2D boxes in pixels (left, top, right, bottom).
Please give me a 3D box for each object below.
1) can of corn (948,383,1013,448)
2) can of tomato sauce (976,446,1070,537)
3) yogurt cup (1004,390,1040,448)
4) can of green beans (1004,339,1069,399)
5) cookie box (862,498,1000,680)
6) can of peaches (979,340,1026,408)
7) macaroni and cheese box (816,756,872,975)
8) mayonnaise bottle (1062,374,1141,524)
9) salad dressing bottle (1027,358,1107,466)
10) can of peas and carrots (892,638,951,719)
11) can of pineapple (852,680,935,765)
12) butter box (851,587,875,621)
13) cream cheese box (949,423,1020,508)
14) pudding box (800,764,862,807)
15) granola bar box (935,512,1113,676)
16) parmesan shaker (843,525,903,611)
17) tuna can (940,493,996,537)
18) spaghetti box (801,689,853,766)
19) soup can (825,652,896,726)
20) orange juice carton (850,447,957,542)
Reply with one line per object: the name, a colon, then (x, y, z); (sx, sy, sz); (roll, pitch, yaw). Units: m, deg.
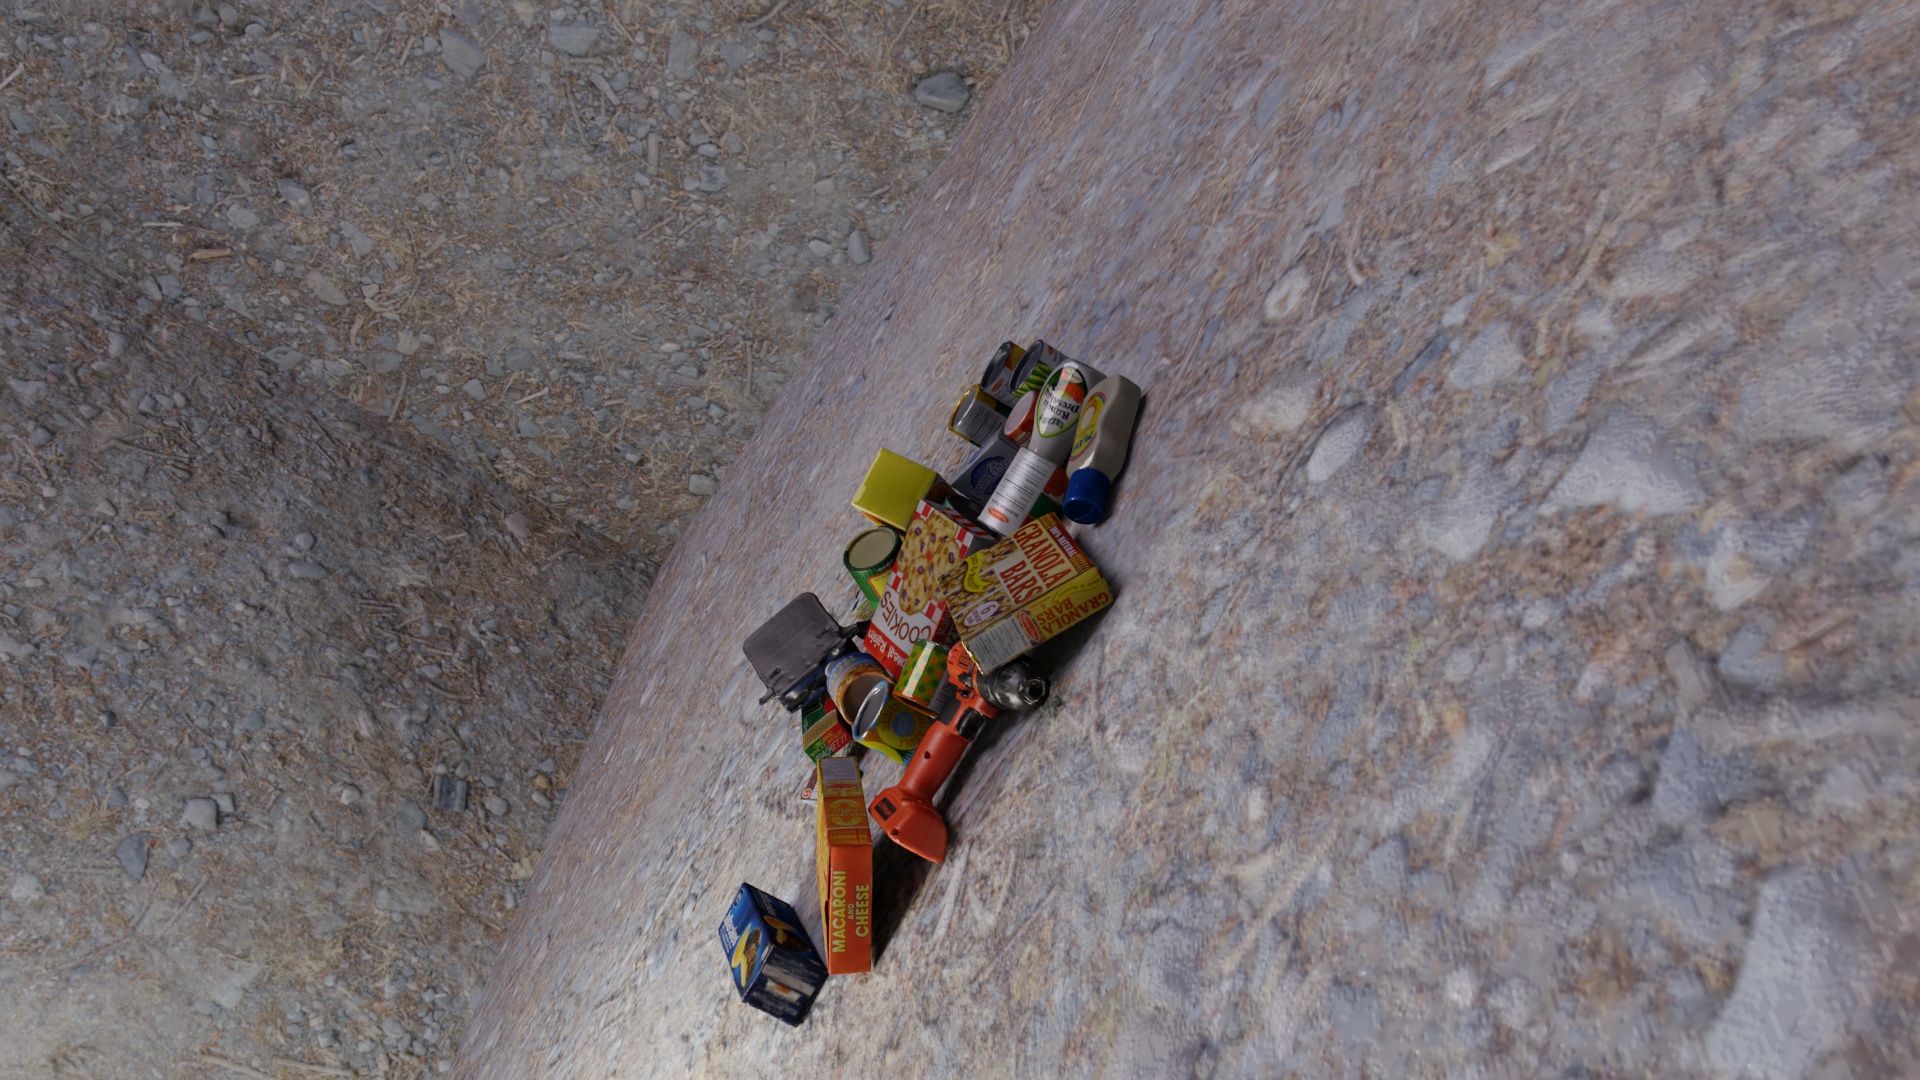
can of corn: (0.026, -0.145, 1.638); (0.071, 0.058, 0.071); (-52, 18, 25)
can of tomato sauce: (0.066, -0.038, 1.325); (0.083, 0.071, 0.071); (-59, 16, 2)
yogurt cup: (0.082, -0.119, 1.434); (0.072, 0.054, 0.073); (-52, 18, 24)
can of green beans: (0.092, -0.172, 1.488); (0.071, 0.058, 0.071); (-52, 18, 25)
cookie box: (-0.031, 0.056, 1.388); (0.123, 0.040, 0.167); (34, 104, 57)
can of peaches: (0.065, -0.189, 1.601); (0.071, 0.058, 0.071); (-53, 17, 24)
macaroni and cheese box: (-0.104, 0.283, 1.226); (0.167, 0.040, 0.123); (-118, 28, -72)
mayonnaise bottle: (0.125, -0.081, 1.260); (0.064, 0.041, 0.149); (-39, 26, 48)
salad dressing bottle: (0.094, -0.106, 1.378); (0.064, 0.044, 0.147); (32, 103, 30)
can of peas and carrots: (-0.024, 0.131, 1.294); (0.059, 0.071, 0.071); (-65, 17, -14)
can of pineapple: (-0.064, 0.177, 1.350); (0.070, 0.058, 0.071); (-52, 18, 25)
butter box: (-0.098, 0.052, 1.731); (0.103, 0.024, 0.053); (-47, 21, 40)
cream cheese box: (0.037, -0.077, 1.495); (0.103, 0.053, 0.024); (-43, 16, 45)
pudding box: (-0.138, 0.261, 1.481); (0.083, 0.030, 0.050); (-21, 43, 66)
granola bar box: (0.050, 0.040, 1.185); (0.124, 0.039, 0.166); (-29, 19, 0)
parmesan shaker: (-0.076, 0.044, 1.478); (0.071, 0.102, 0.072); (-18, 40, 16)
tuna can: (0.005, -0.018, 1.470); (0.032, 0.071, 0.071); (-56, 17, 18)
spaghetti box: (-0.155, 0.195, 1.590); (0.050, 0.028, 0.250); (-39, 13, 1)
soup can: (-0.106, 0.160, 1.485); (0.071, 0.071, 0.084); (-60, 16, 0)
orange juice carton: (-0.045, -0.031, 1.540); (0.072, 0.073, 0.192); (-62, -21, -7)
